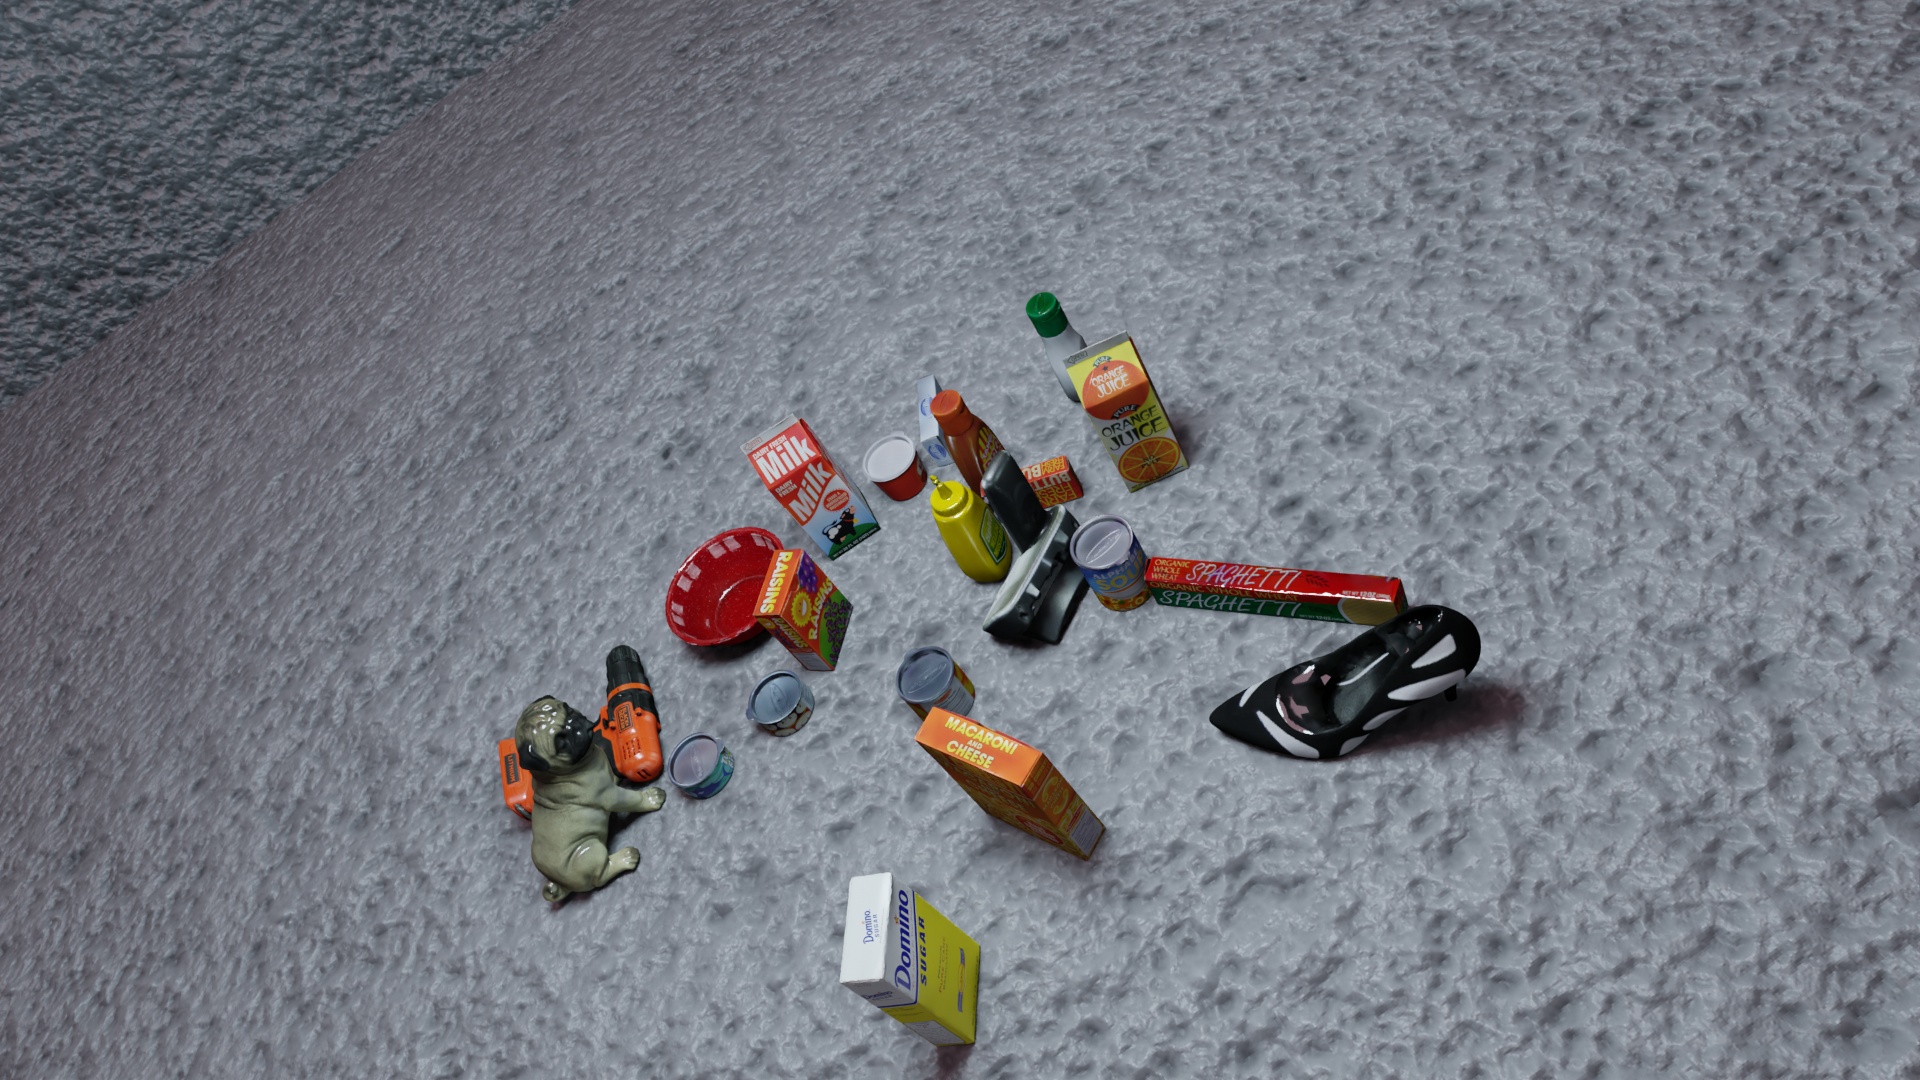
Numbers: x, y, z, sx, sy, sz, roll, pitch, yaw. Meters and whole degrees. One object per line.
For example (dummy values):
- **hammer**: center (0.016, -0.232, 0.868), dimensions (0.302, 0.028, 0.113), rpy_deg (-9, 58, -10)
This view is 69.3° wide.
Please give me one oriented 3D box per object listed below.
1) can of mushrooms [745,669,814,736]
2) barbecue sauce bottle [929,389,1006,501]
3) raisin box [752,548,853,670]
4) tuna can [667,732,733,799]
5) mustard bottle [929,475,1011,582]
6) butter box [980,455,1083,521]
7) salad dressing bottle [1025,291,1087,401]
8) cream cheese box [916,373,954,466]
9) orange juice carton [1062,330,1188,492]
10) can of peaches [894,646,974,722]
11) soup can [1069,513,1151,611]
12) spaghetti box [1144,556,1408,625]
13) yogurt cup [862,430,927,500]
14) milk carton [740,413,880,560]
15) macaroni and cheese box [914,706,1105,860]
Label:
- **can of mushrooms**: center (-0.197, 0.178, 1.513), dimensions (0.071, 0.033, 0.071), rpy_deg (-14, 51, 18)
- **barbecue sauce bottle**: center (0.012, -0.108, 1.540), dimensions (0.043, 0.148, 0.065), rpy_deg (-1, 56, 28)
- **raisin box**: center (-0.169, 0.077, 1.514), dimensions (0.040, 0.123, 0.086), rpy_deg (-2, 56, 27)
- **tuna can**: center (-0.280, 0.243, 1.508), dimensions (0.071, 0.032, 0.071), rpy_deg (-14, 51, 18)
- **mustard bottle**: center (0.005, -0.018, 1.468), dimensions (0.049, 0.159, 0.065), rpy_deg (-5, 54, 25)
- **butter box**: center (0.079, -0.057, 1.530), dimensions (0.103, 0.053, 0.024), rpy_deg (-17, 50, 16)
- **salad dressing bottle**: center (0.117, -0.219, 1.569), dimensions (0.044, 0.147, 0.064), rpy_deg (-10, 52, 22)
- **cream cheese box**: center (-0.029, -0.143, 1.653), dimensions (0.024, 0.053, 0.104), rpy_deg (-18, 50, 16)
- **orange juice carton**: center (0.171, -0.143, 1.452), dimensions (0.072, 0.192, 0.073), rpy_deg (-24, 48, 11)
- **can of peaches**: center (-0.027, 0.149, 1.427), dimensions (0.071, 0.058, 0.071), rpy_deg (-14, 51, 18)
- **soup can**: center (0.157, 0.025, 1.406), dimensions (0.071, 0.083, 0.072), rpy_deg (-14, 51, 18)
- **spaghetti box**: center (0.298, 0.049, 1.336), dimensions (0.250, 0.050, 0.029), rpy_deg (5, 59, 31)
- **yogurt cup**: center (-0.074, -0.083, 1.632), dimensions (0.072, 0.053, 0.073), rpy_deg (-14, 51, 18)
- **milk carton**: center (-0.173, -0.068, 1.580), dimensions (0.072, 0.190, 0.074), rpy_deg (-33, 47, 3)
- **macaroni and cheese box**: center (0.047, 0.220, 1.261), dimensions (0.124, 0.166, 0.040), rpy_deg (18, 66, 37)
